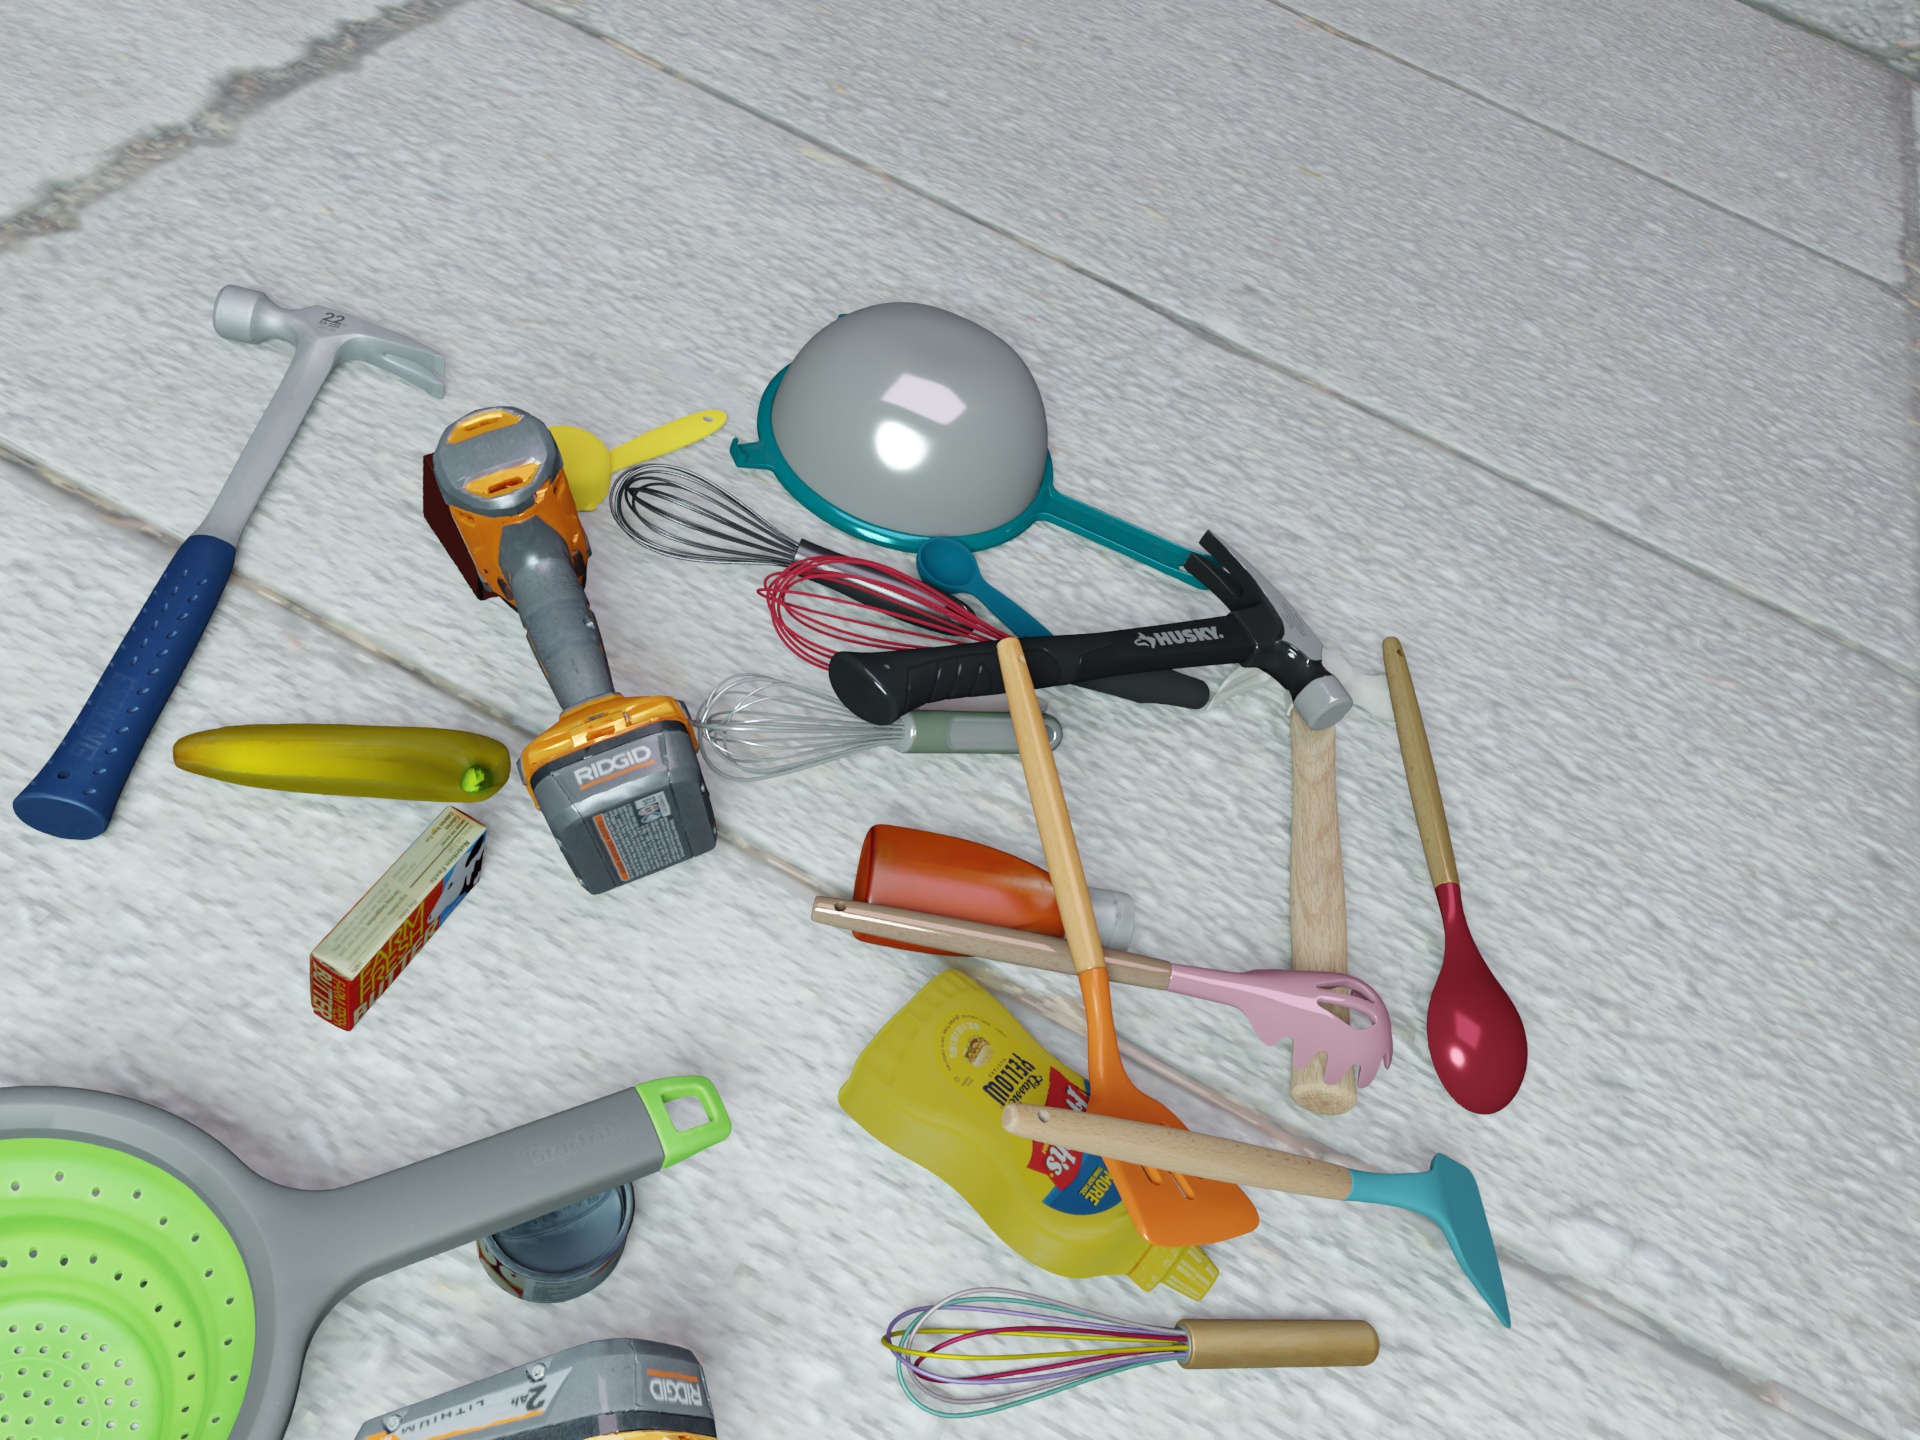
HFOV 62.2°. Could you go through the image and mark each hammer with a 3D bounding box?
[{"bbox_3d":[0.074,-0.042,0.928,0.334,0.035,0.146,-8,55,-34],"label":"hammer"},{"bbox_3d":[-0.407,-0.104,0.887,0.144,0.035,0.406,12,48,-9],"label":"hammer"},{"bbox_3d":[0.209,0.079,0.945,0.130,0.031,0.332,16,48,-6],"label":"hammer"}]

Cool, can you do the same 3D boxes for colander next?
[{"bbox_3d":[-0.278,0.227,0.612,0.397,0.094,0.205,-13,57,-32],"label":"colander"}]

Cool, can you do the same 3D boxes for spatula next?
[{"bbox_3d":[0.151,0.217,0.740,0.317,0.044,0.082,18,47,-25],"label":"spatula"},{"bbox_3d":[0.066,0.098,0.788,0.081,0.041,0.323,8,59,-40],"label":"spatula"}]

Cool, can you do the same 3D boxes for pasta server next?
[{"bbox_3d":[0.078,0.131,0.819,0.316,0.040,0.060,12,49,-5],"label":"pasta server"}]

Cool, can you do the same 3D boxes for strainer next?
[{"bbox_3d":[0.031,-0.190,1.071,0.340,0.095,0.211,25,47,4],"label":"strainer"}]

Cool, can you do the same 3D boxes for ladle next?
[{"bbox_3d":[0.286,0.078,0.950,0.069,0.031,0.316,14,53,-22],"label":"ladle"}]

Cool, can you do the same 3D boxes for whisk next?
[{"bbox_3d":[-0.101,-0.099,0.983,0.239,0.055,0.055,20,47,-8],"label":"whisk"},{"bbox_3d":[0.019,-0.044,0.966,0.295,0.073,0.073,12,48,-18],"label":"whisk"},{"bbox_3d":[-0.039,0.006,0.888,0.246,0.059,0.058,1,93,-37],"label":"whisk"},{"bbox_3d":[0.082,0.285,0.719,0.245,0.047,0.051,7,51,-18],"label":"whisk"}]

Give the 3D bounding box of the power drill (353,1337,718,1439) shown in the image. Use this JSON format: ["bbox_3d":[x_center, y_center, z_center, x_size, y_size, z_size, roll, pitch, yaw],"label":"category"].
[{"bbox_3d":[-0.150,0.343,0.520,0.185,0.084,0.226,-23,58,11],"label":"power drill"}]

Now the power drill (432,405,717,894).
[{"bbox_3d":[-0.201,-0.030,0.828,0.084,0.164,0.227,-21,69,-12],"label":"power drill"}]

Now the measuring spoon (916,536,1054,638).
[{"bbox_3d":[0.022,-0.068,1.021,0.128,0.021,0.042,40,49,4],"label":"measuring spoon"}]

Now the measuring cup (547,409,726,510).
[{"bbox_3d":[-0.212,-0.181,1.023,0.156,0.029,0.062,-31,66,-35],"label":"measuring cup"}]

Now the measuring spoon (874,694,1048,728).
[{"bbox_3d":[-0.002,-0.003,0.958,0.124,0.018,0.034,-2,38,-29],"label":"measuring spoon"}]
